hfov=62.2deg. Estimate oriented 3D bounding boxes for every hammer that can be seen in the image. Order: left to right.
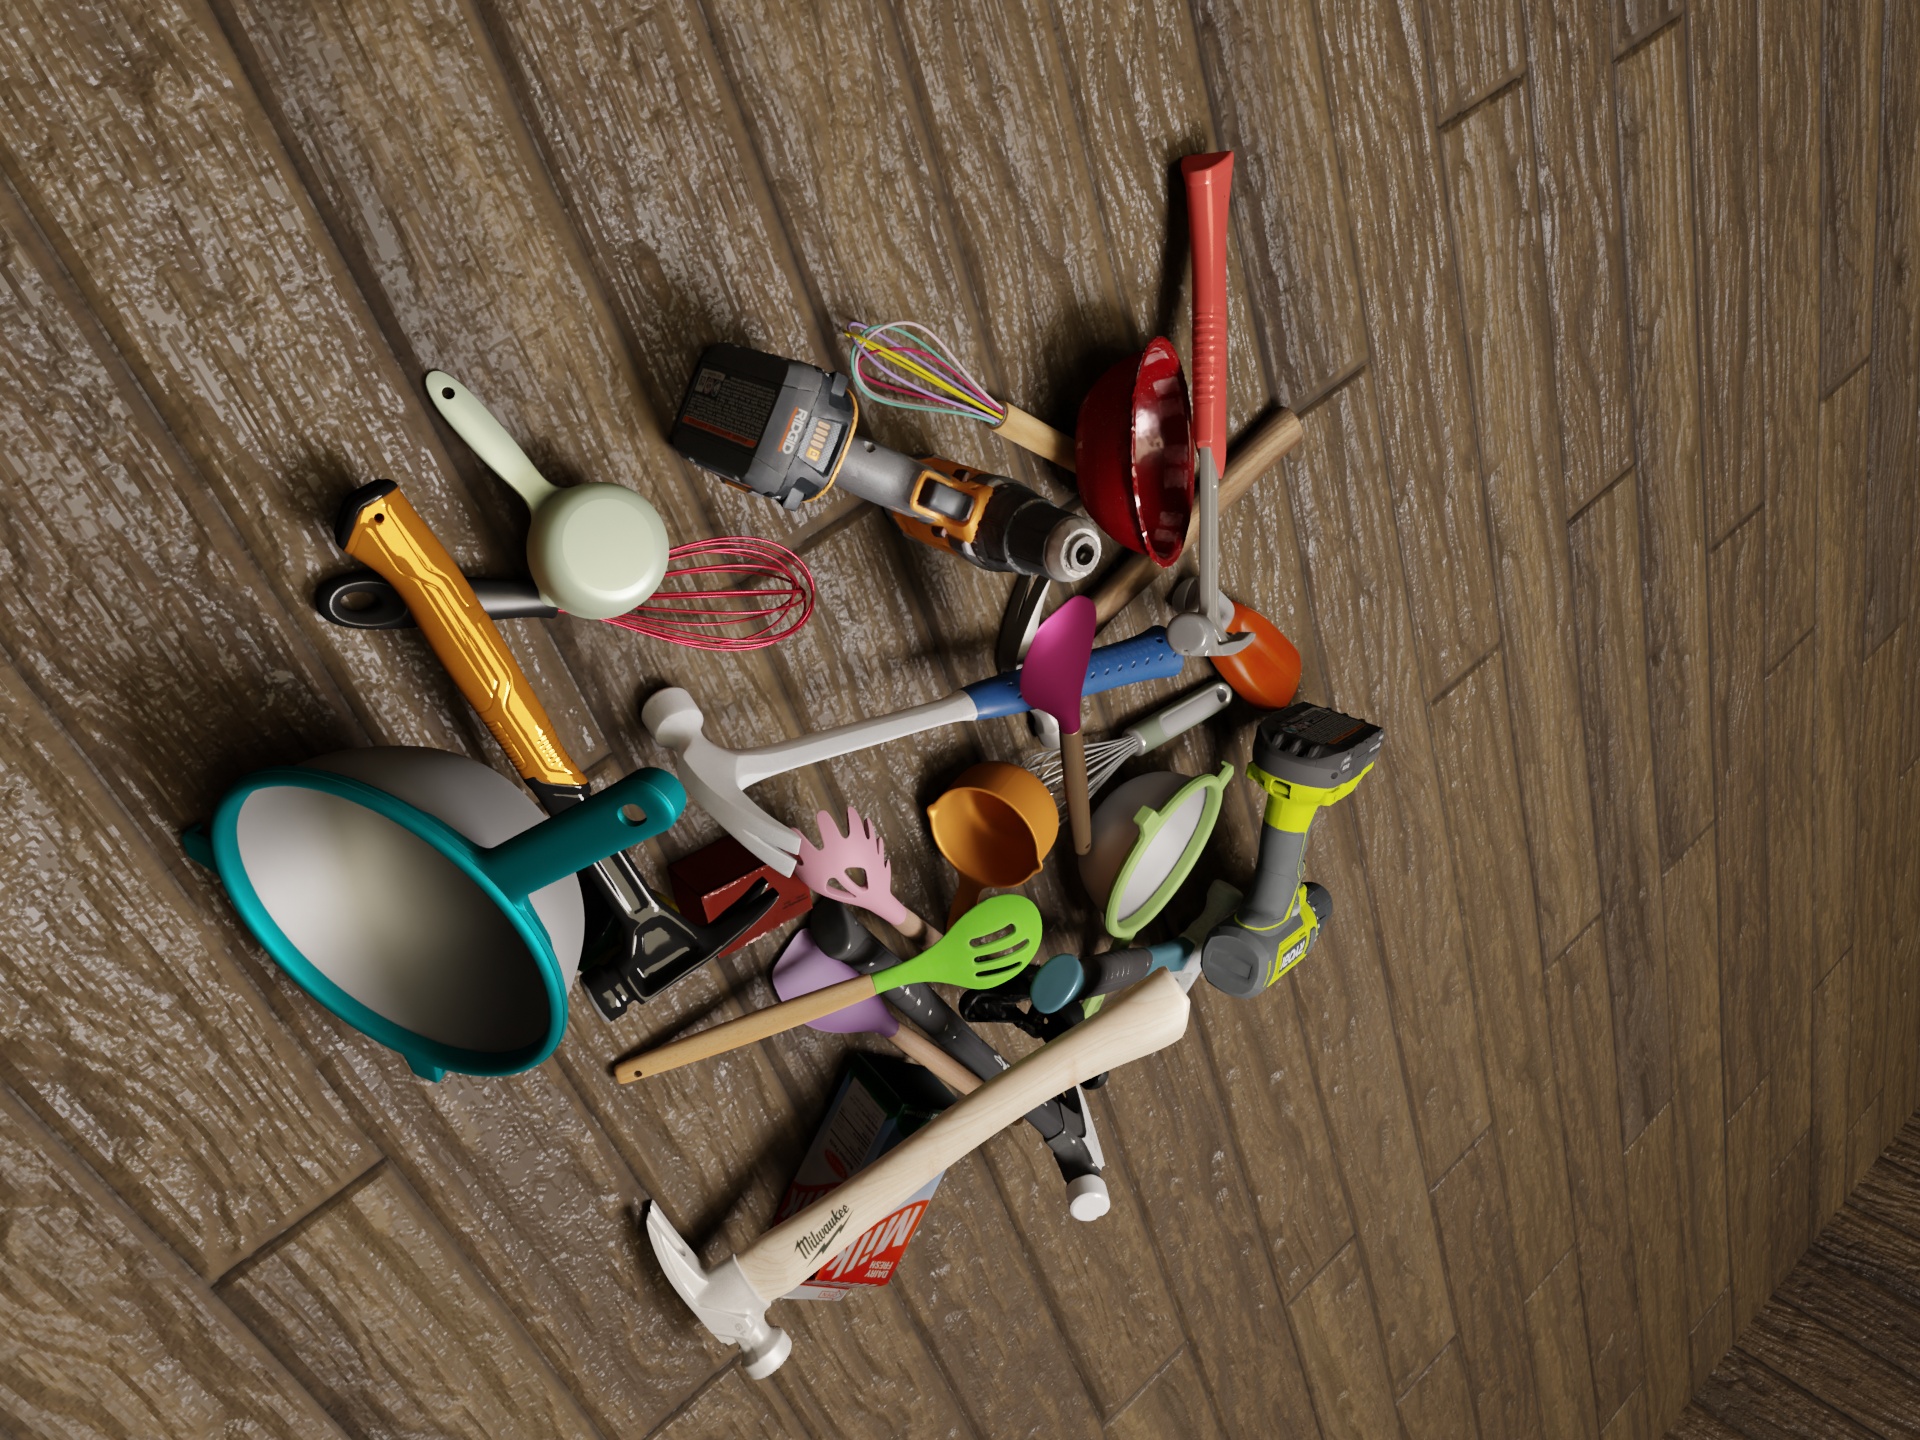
[{"bbox_3d":[-0.232,0.011,0.891,0.127,0.034,0.336,-34,115,-12],"label":"hammer"},{"bbox_3d":[-0.022,0.293,1.118,0.410,0.038,0.146,-35,100,1],"label":"hammer"},{"bbox_3d":[-0.002,-0.003,1.073,0.405,0.144,0.035,-16,142,-35],"label":"hammer"},{"bbox_3d":[0.002,0.240,1.207,0.035,0.146,0.334,-35,120,15],"label":"hammer"},{"bbox_3d":[0.138,0.194,1.265,0.331,0.033,0.128,6,113,-63],"label":"hammer"},{"bbox_3d":[0.151,-0.132,1.224,0.331,0.031,0.129,-44,130,-18],"label":"hammer"},{"bbox_3d":[0.184,-0.227,1.160,0.149,0.037,0.359,-13,103,-66],"label":"hammer"}]

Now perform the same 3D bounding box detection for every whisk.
[{"bbox_3d":[-0.218,-0.072,0.925,0.295,0.073,0.073,-4,110,-32],"label":"whisk"},{"bbox_3d":[0.012,-0.210,1.067,0.244,0.047,0.051,17,73,-46],"label":"whisk"},{"bbox_3d":[0.132,0.020,1.260,0.246,0.059,0.058,-27,96,-34],"label":"whisk"}]

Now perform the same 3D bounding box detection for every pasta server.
[{"bbox_3d":[-0.038,0.139,1.128,0.060,0.040,0.316,-31,149,6],"label":"pasta server"}]

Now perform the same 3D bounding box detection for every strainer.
[{"bbox_3d":[-0.233,0.063,0.804,0.211,0.340,0.095,51,40,-18],"label":"strainer"},{"bbox_3d":[0.124,0.137,1.297,0.151,0.069,0.256,-22,140,-52],"label":"strainer"}]

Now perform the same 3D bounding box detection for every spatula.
[{"bbox_3d":[-0.040,0.250,1.225,0.315,0.018,0.060,43,74,-40],"label":"spatula"}]

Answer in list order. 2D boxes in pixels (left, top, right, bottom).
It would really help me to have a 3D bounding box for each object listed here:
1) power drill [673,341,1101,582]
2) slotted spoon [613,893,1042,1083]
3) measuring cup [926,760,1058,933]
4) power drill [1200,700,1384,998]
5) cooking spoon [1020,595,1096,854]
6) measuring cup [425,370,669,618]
[{"bbox_3d":[-0.036,-0.144,0.962,0.226,0.185,0.084,18,97,-39],"label":"power drill"},{"bbox_3d":[-0.085,0.193,1.098,0.313,0.031,0.070,-18,116,-12],"label":"slotted spoon"},{"bbox_3d":[0.021,0.103,1.191,0.052,0.095,0.173,-49,159,-45],"label":"measuring cup"},{"bbox_3d":[0.285,0.107,1.346,0.190,0.080,0.228,-20,125,-54],"label":"power drill"},{"bbox_3d":[0.077,0.017,1.096,0.069,0.017,0.318,-41,153,-17],"label":"cooking spoon"},{"bbox_3d":[-0.228,-0.127,0.870,0.083,0.038,0.167,-48,110,-19],"label":"measuring cup"}]
